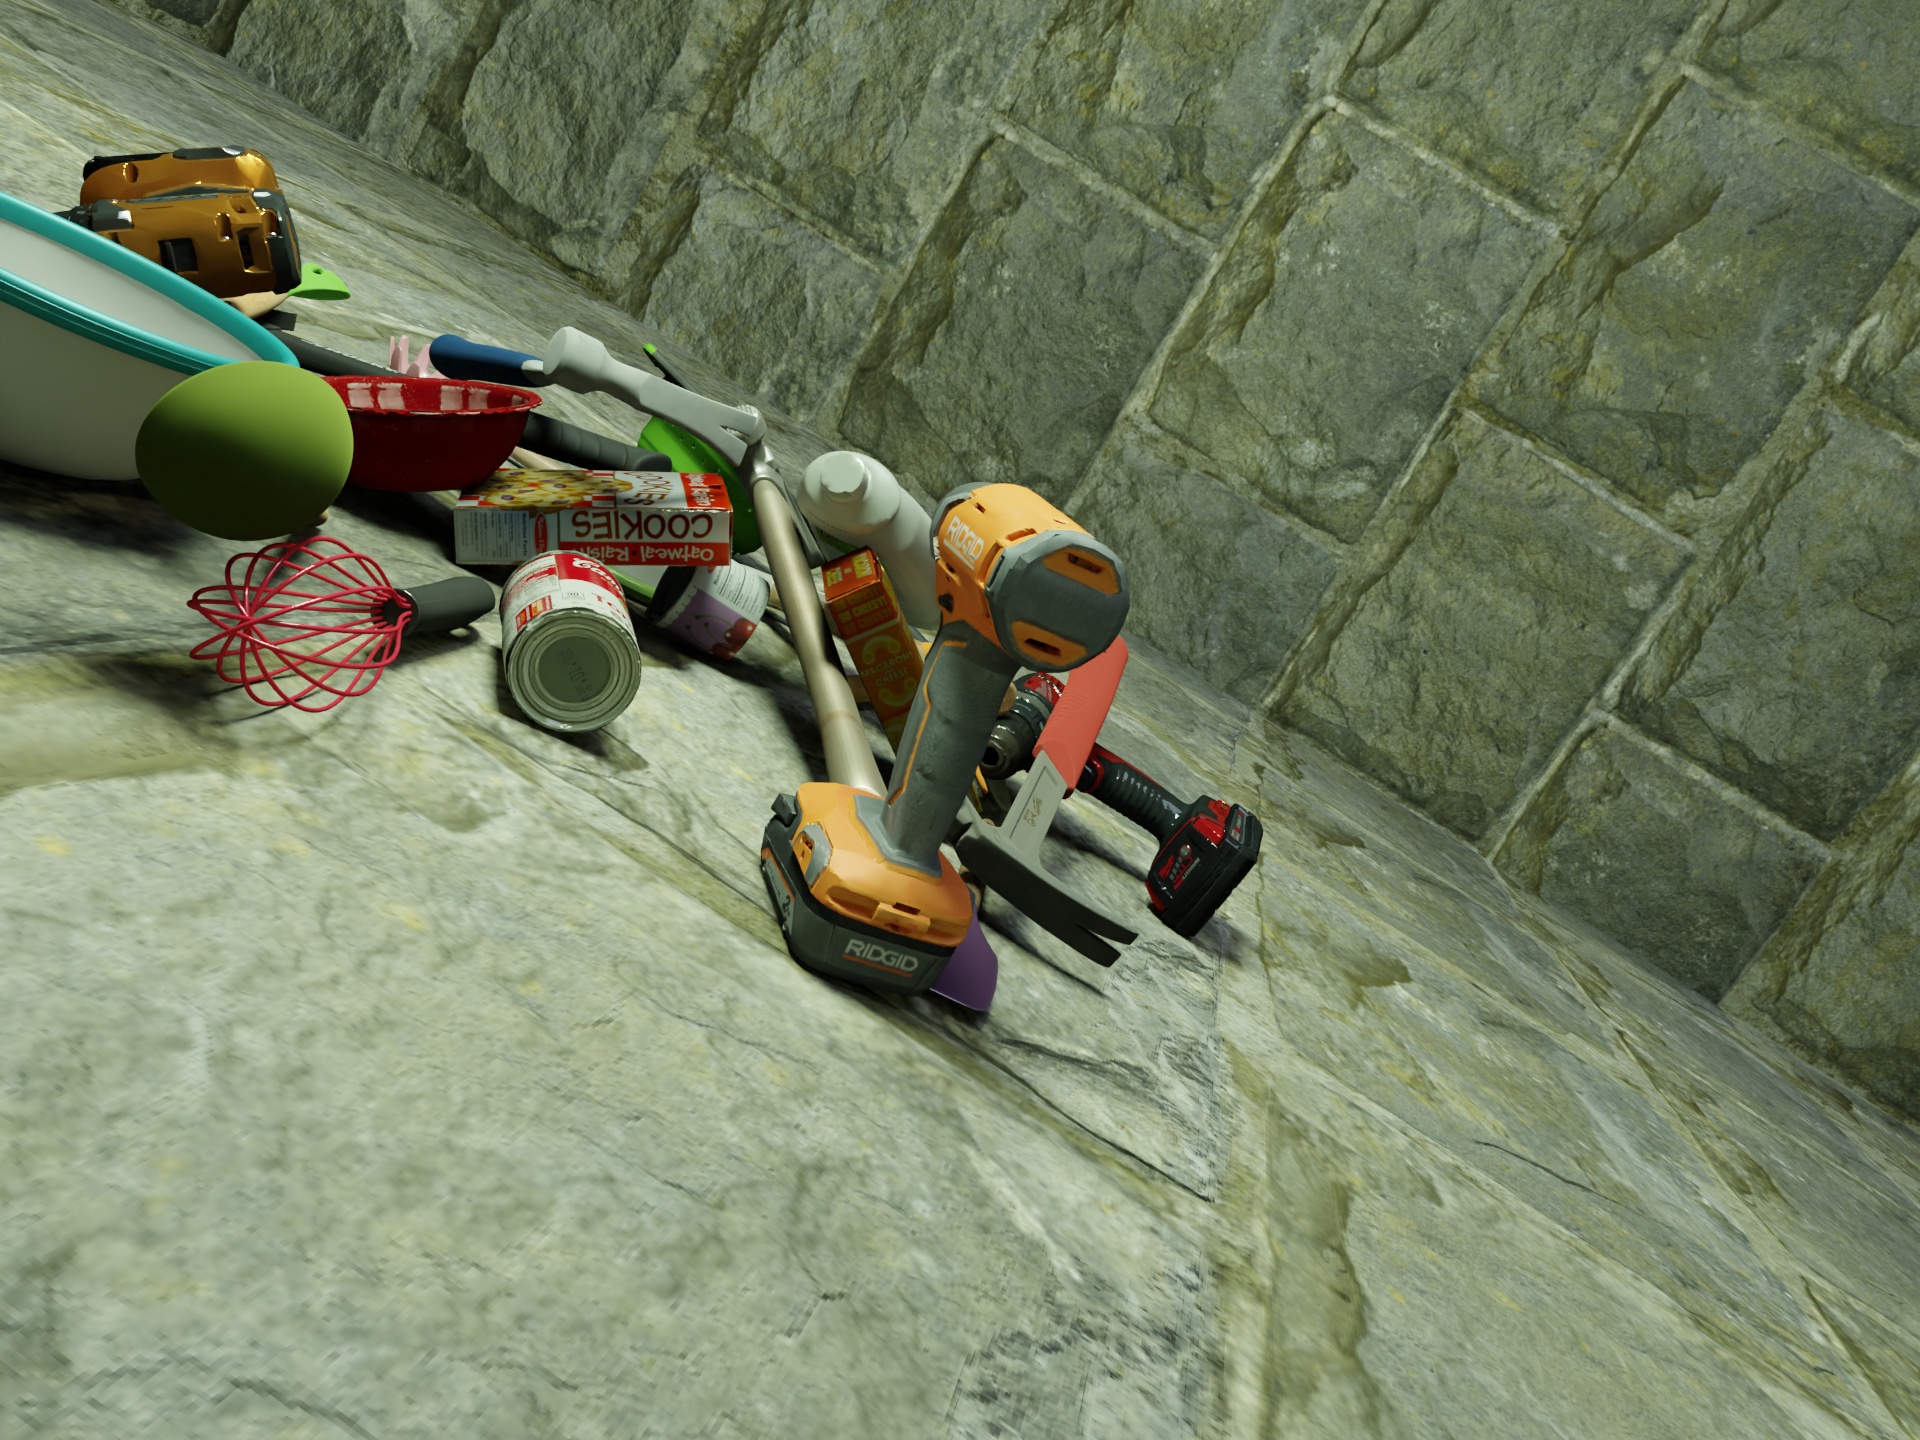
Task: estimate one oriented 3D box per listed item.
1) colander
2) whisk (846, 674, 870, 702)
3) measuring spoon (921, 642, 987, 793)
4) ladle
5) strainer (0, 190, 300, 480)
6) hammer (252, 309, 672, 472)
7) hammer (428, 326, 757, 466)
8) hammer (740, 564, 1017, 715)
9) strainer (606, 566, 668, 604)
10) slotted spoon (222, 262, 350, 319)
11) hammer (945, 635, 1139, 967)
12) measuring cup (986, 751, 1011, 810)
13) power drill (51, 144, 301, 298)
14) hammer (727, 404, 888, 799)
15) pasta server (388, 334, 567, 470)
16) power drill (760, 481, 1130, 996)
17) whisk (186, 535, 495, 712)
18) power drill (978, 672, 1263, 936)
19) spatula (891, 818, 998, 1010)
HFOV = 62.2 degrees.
[{"bbox_3d":[-0.163,-0.145,1.383,0.397,0.094,0.204,47,-1,-6],"label":"colander"},{"bbox_3d":[-0.052,-0.031,1.270,0.051,0.047,0.245,17,9,21],"label":"whisk"},{"bbox_3d":[-0.002,-0.003,1.078,0.021,0.011,0.117,68,0,-70],"label":"measuring spoon"},{"bbox_3d":[-0.309,-0.111,0.723,0.062,0.078,0.320,64,-15,-13],"label":"ladle"},{"bbox_3d":[-0.467,-0.186,0.681,0.340,0.095,0.211,20,14,-41],"label":"strainer"},{"bbox_3d":[-0.365,-0.225,1.112,0.334,0.035,0.146,18,12,-5],"label":"hammer"},{"bbox_3d":[-0.284,-0.238,1.107,0.144,0.035,0.406,20,2,-37],"label":"hammer"},{"bbox_3d":[-0.072,-0.065,1.210,0.130,0.031,0.332,17,7,-43],"label":"hammer"},{"bbox_3d":[-0.285,-0.170,1.166,0.256,0.069,0.152,31,11,-14],"label":"strainer"},{"bbox_3d":[-0.476,-0.294,1.100,0.070,0.031,0.314,5,18,-14],"label":"slotted spoon"},{"bbox_3d":[0.076,0.024,1.054,0.149,0.036,0.359,37,27,-2],"label":"hammer"},{"bbox_3d":[0.004,0.025,1.213,0.083,0.038,0.168,33,21,-32],"label":"measuring cup"},{"bbox_3d":[-0.507,-0.300,0.982,0.185,0.084,0.226,-11,27,-17],"label":"power drill"},{"bbox_3d":[-0.092,-0.047,1.028,0.411,0.038,0.146,-112,179,-48],"label":"hammer"},{"bbox_3d":[-0.336,-0.213,1.303,0.316,0.040,0.060,33,17,-1],"label":"pasta server"},{"bbox_3d":[-0.013,-0.005,0.752,0.084,0.226,0.164,21,15,-23],"label":"power drill"},{"bbox_3d":[-0.265,-0.048,0.727,0.073,0.073,0.296,31,6,-4],"label":"whisk"},{"bbox_3d":[0.105,0.055,1.163,0.227,0.080,0.188,38,17,4],"label":"power drill"},{"bbox_3d":[0.002,0.099,0.907,0.060,0.018,0.316,26,12,0],"label":"spatula"}]
